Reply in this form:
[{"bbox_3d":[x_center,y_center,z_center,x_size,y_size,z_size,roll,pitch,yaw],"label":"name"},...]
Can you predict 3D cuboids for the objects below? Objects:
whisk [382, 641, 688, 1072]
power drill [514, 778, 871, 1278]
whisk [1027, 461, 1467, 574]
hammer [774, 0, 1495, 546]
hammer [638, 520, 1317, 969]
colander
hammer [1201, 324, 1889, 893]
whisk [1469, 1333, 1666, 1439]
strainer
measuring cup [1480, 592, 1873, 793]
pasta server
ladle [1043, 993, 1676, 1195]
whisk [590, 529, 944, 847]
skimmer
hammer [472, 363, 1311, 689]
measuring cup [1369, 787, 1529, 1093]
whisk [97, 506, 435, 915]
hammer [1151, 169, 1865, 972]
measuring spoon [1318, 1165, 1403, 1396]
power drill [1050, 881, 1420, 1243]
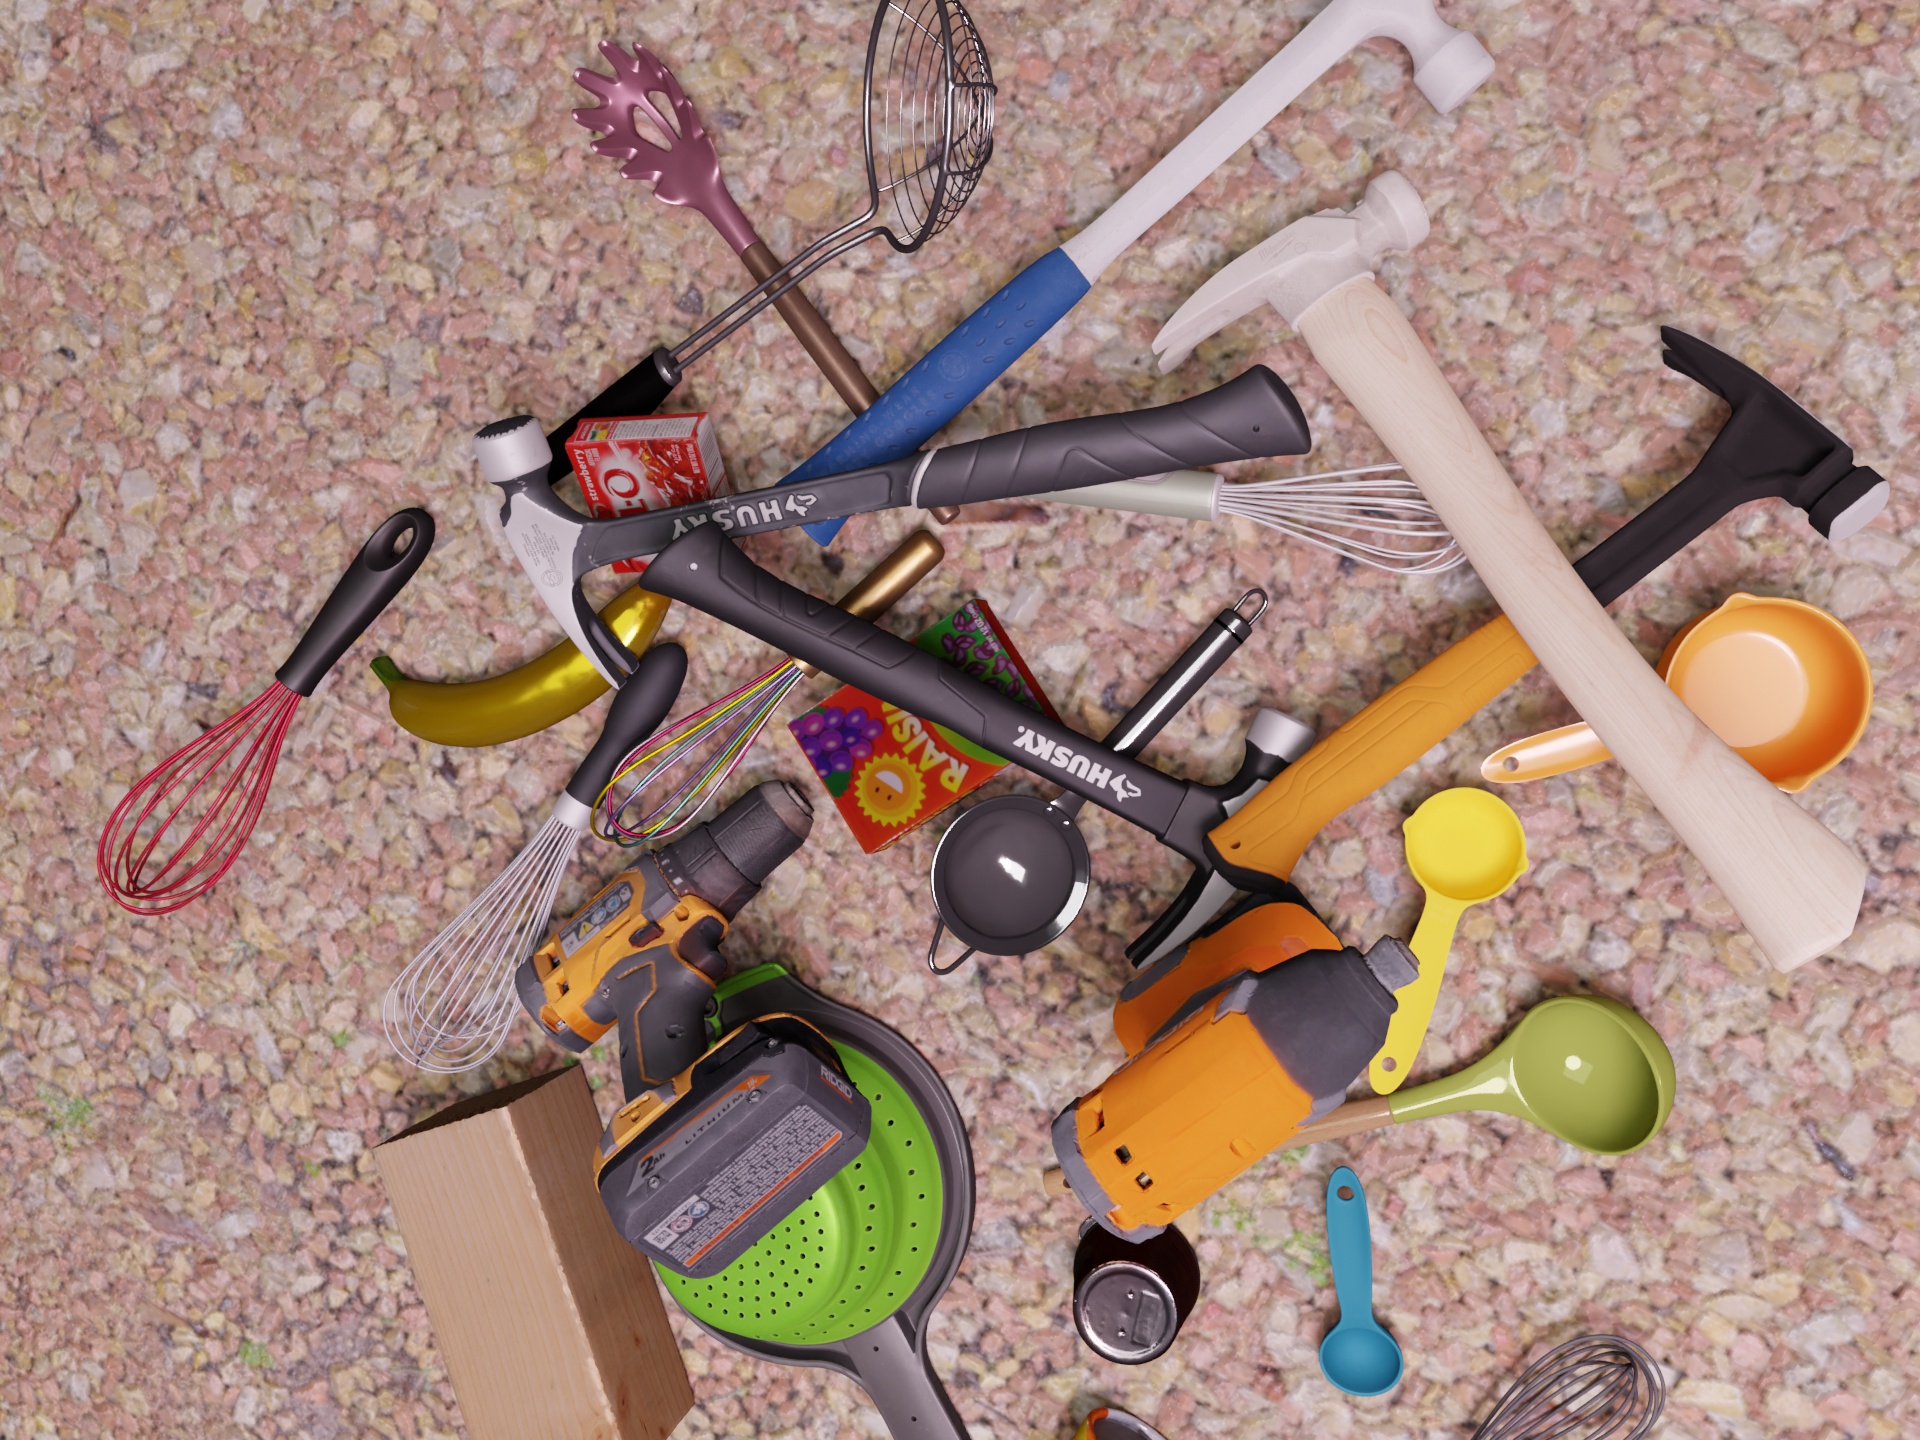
[{"bbox_3d":[-0.235,0.076,0.894,0.070,0.070,0.284,33,94,10],"label":"whisk"},{"bbox_3d":[-0.124,0.139,0.805,0.185,0.084,0.226,-40,39,0],"label":"power drill"},{"bbox_3d":[0.138,-0.112,0.804,0.246,0.058,0.059,9,125,17],"label":"whisk"},{"bbox_3d":[0.063,-0.241,0.804,0.405,0.035,0.144,-40,90,9],"label":"hammer"},{"bbox_3d":[-0.001,-0.003,0.784,0.334,0.035,0.146,26,93,-6],"label":"hammer"},{"bbox_3d":[-0.061,0.328,0.841,0.204,0.094,0.397,-30,85,13],"label":"colander"},{"bbox_3d":[0.249,-0.039,0.747,0.337,0.034,0.127,-39,59,7],"label":"hammer"},{"bbox_3d":[0.249,0.387,0.799,0.239,0.055,0.055,-42,83,16],"label":"whisk"},{"bbox_3d":[0.070,0.029,0.828,0.086,0.050,0.258,41,95,-16],"label":"strainer"},{"bbox_3d":[0.334,-0.001,0.759,0.173,0.052,0.095,-17,88,15],"label":"measuring cup"},{"bbox_3d":[-0.101,-0.233,0.858,0.060,0.040,0.316,-38,85,22],"label":"pasta server"},{"bbox_3d":[0.190,0.204,0.799,0.320,0.062,0.078,-17,86,16],"label":"ladle"},{"bbox_3d":[-0.105,-0.016,0.855,0.245,0.051,0.047,-42,115,4],"label":"whisk"},{"bbox_3d":[-0.126,-0.227,0.808,0.363,0.090,0.127,-30,59,24],"label":"skimmer"},{"bbox_3d":[-0.036,-0.110,0.783,0.409,0.036,0.149,-8,116,16],"label":"hammer"},{"bbox_3d":[0.232,0.109,0.788,0.062,0.029,0.156,19,89,13],"label":"measuring cup"},{"bbox_3d":[-0.401,-0.005,0.930,0.073,0.073,0.296,39,93,9],"label":"whisk"},{"bbox_3d":[0.242,-0.067,0.713,0.146,0.038,0.411,-32,66,7],"label":"hammer"},{"bbox_3d":[0.200,0.281,0.806,0.042,0.021,0.128,-4,102,16],"label":"measuring spoon"},{"bbox_3d":[0.133,0.138,0.720,0.164,0.226,0.084,-39,84,12],"label":"power drill"}]
